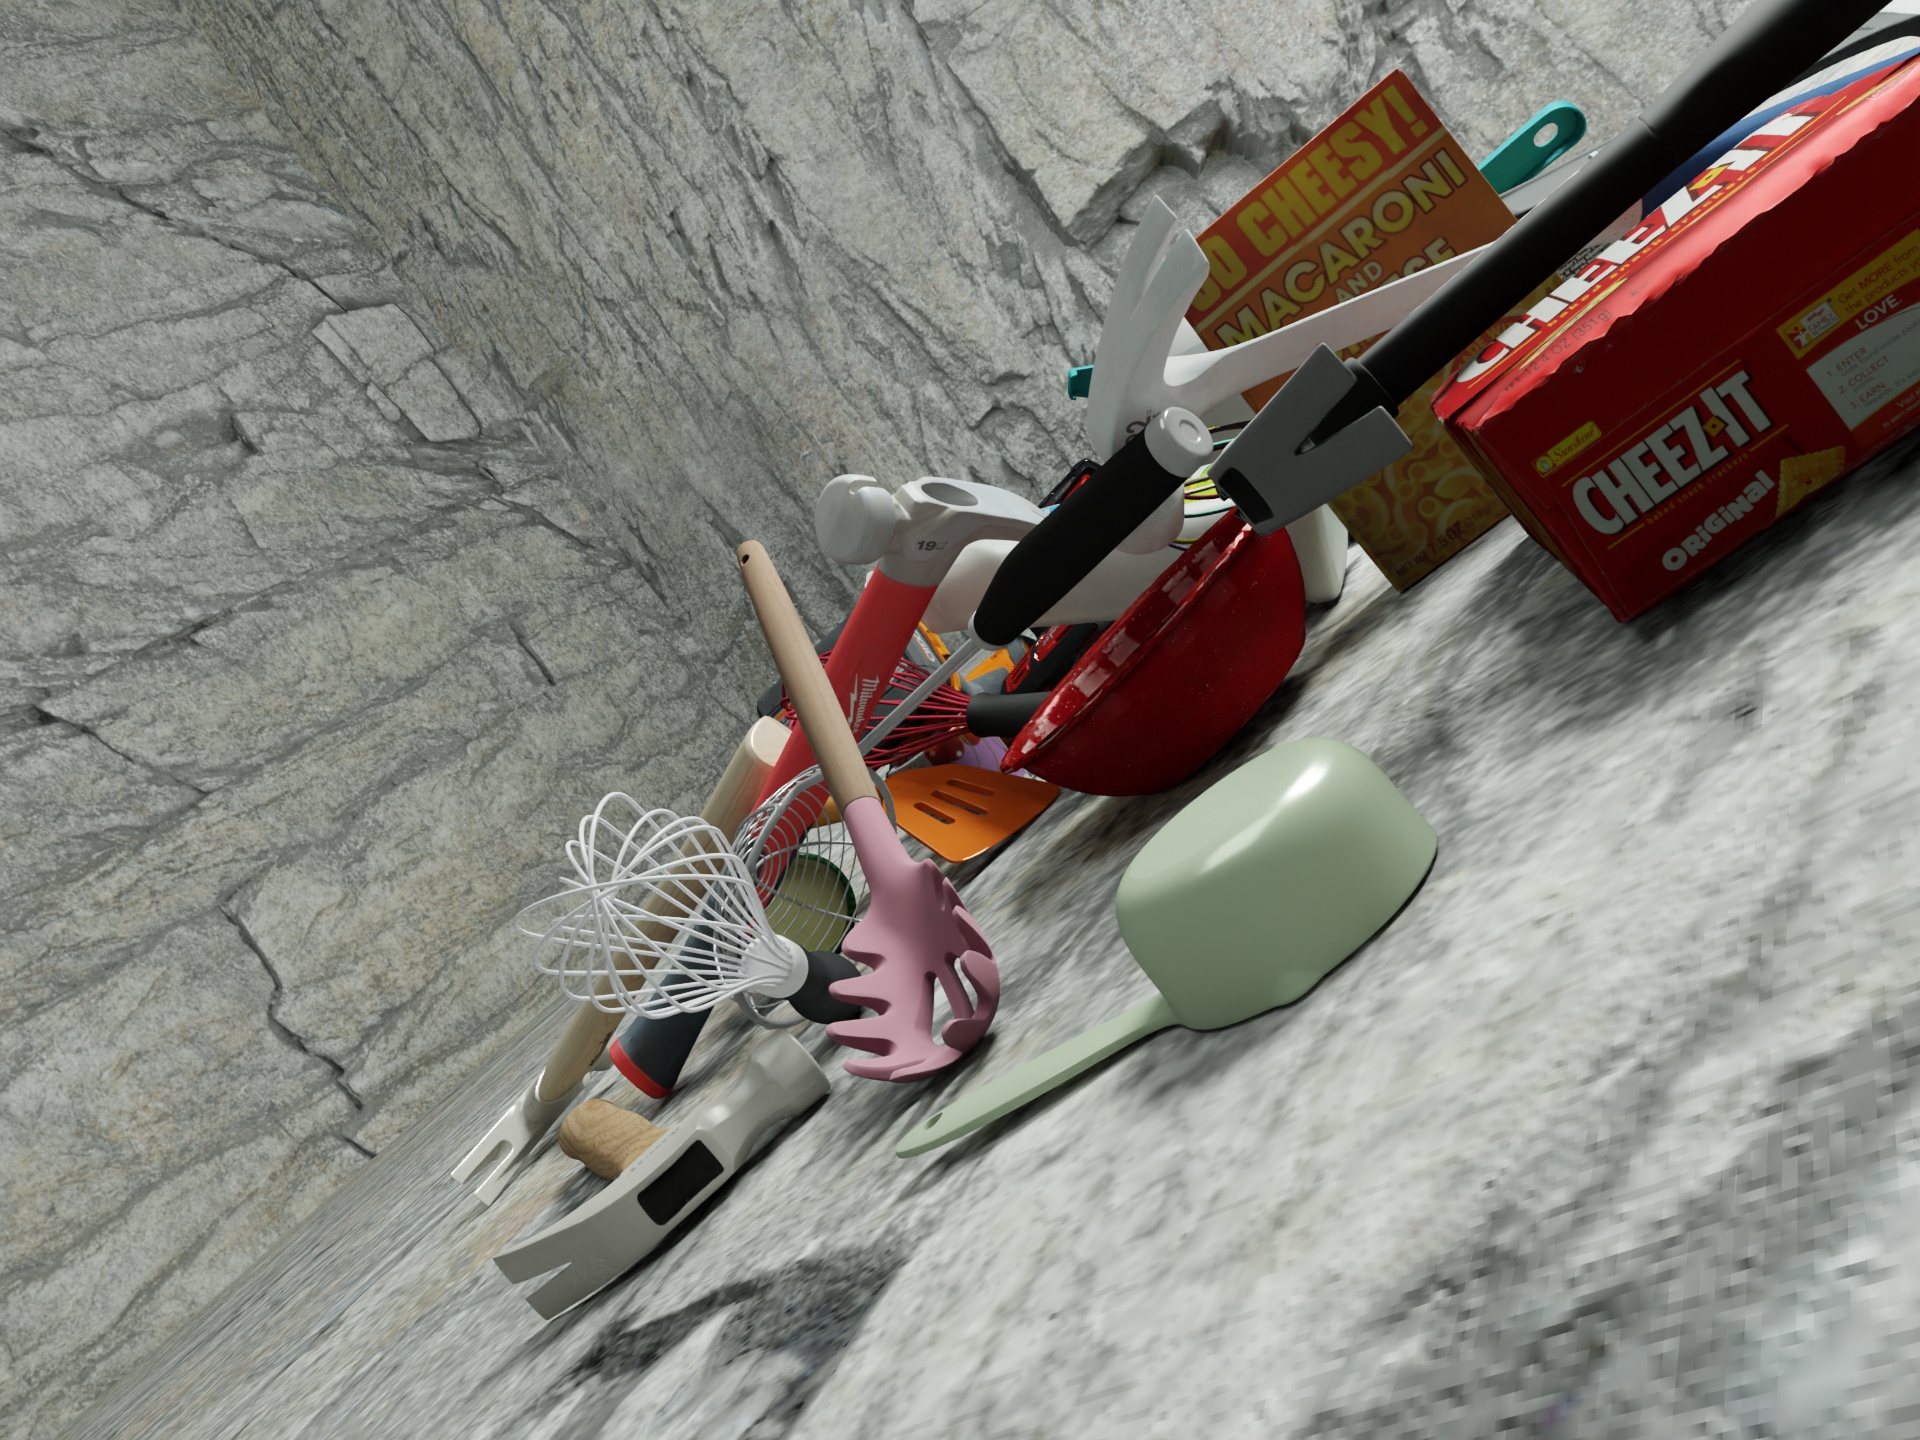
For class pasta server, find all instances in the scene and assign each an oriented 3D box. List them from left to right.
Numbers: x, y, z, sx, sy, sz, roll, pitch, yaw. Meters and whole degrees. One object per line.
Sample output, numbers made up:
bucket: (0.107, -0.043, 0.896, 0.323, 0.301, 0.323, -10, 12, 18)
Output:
pasta server: (-0.050, 0.014, 0.601, 0.060, 0.040, 0.317, -44, 40, 14)

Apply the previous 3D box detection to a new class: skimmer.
skimmer: (0.000, 0.016, 0.645, 0.127, 0.090, 0.363, -40, -2, -46)

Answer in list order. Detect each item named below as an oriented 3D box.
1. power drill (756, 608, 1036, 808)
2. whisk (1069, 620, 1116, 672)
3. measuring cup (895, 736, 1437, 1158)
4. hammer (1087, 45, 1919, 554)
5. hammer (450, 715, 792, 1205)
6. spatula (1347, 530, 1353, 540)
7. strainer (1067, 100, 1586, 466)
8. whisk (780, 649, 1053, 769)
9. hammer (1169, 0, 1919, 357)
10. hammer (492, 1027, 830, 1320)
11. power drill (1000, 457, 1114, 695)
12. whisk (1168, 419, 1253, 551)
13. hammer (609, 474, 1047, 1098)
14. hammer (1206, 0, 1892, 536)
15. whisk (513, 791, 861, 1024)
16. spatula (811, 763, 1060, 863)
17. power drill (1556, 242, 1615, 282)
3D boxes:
power drill: (-0.034, 0.004, 1.058, 0.164, 0.084, 0.226, -41, -21, 18)
whisk: (0.124, -0.066, 0.873, 0.055, 0.055, 0.239, -35, 10, 44)
measuring cup: (0.038, 0.060, 0.399, 0.167, 0.038, 0.083, -35, 5, 21)
hammer: (0.231, -0.183, 0.569, 0.405, 0.035, 0.144, -23, -30, -7)
hammer: (-0.192, 0.142, 0.930, 0.410, 0.038, 0.146, -53, 0, 40)
spatula: (0.179, -0.103, 0.967, 0.082, 0.044, 0.317, -54, 9, -15)
strainer: (0.243, -0.236, 0.972, 0.340, 0.210, 0.095, -40, 26, 26)
whisk: (-0.001, -0.003, 0.834, 0.296, 0.073, 0.073, 2, 36, 49)
hammer: (0.245, -0.221, 0.698, 0.409, 0.036, 0.149, -27, 42, 4)
hammer: (-0.152, 0.193, 0.712, 0.130, 0.031, 0.331, -40, 3, -22)
power drill: (0.086, -0.084, 1.026, 0.143, 0.078, 0.220, -47, 17, 19)
whisk: (0.192, -0.134, 0.703, 0.245, 0.051, 0.047, -18, 45, 9)
hammer: (-0.077, 0.048, 0.802, 0.143, 0.038, 0.386, -1, -50, -44)
hammer: (0.209, -0.173, 0.451, 0.335, 0.035, 0.146, -41, 0, 7)
whisk: (-0.075, 0.084, 0.571, 0.070, 0.070, 0.284, -39, -19, -1)
spatula: (-0.072, 0.061, 0.931, 0.081, 0.041, 0.322, -33, 11, -35)
power drill: (0.277, -0.191, 0.844, 0.190, 0.080, 0.228, -38, 1, 14)
